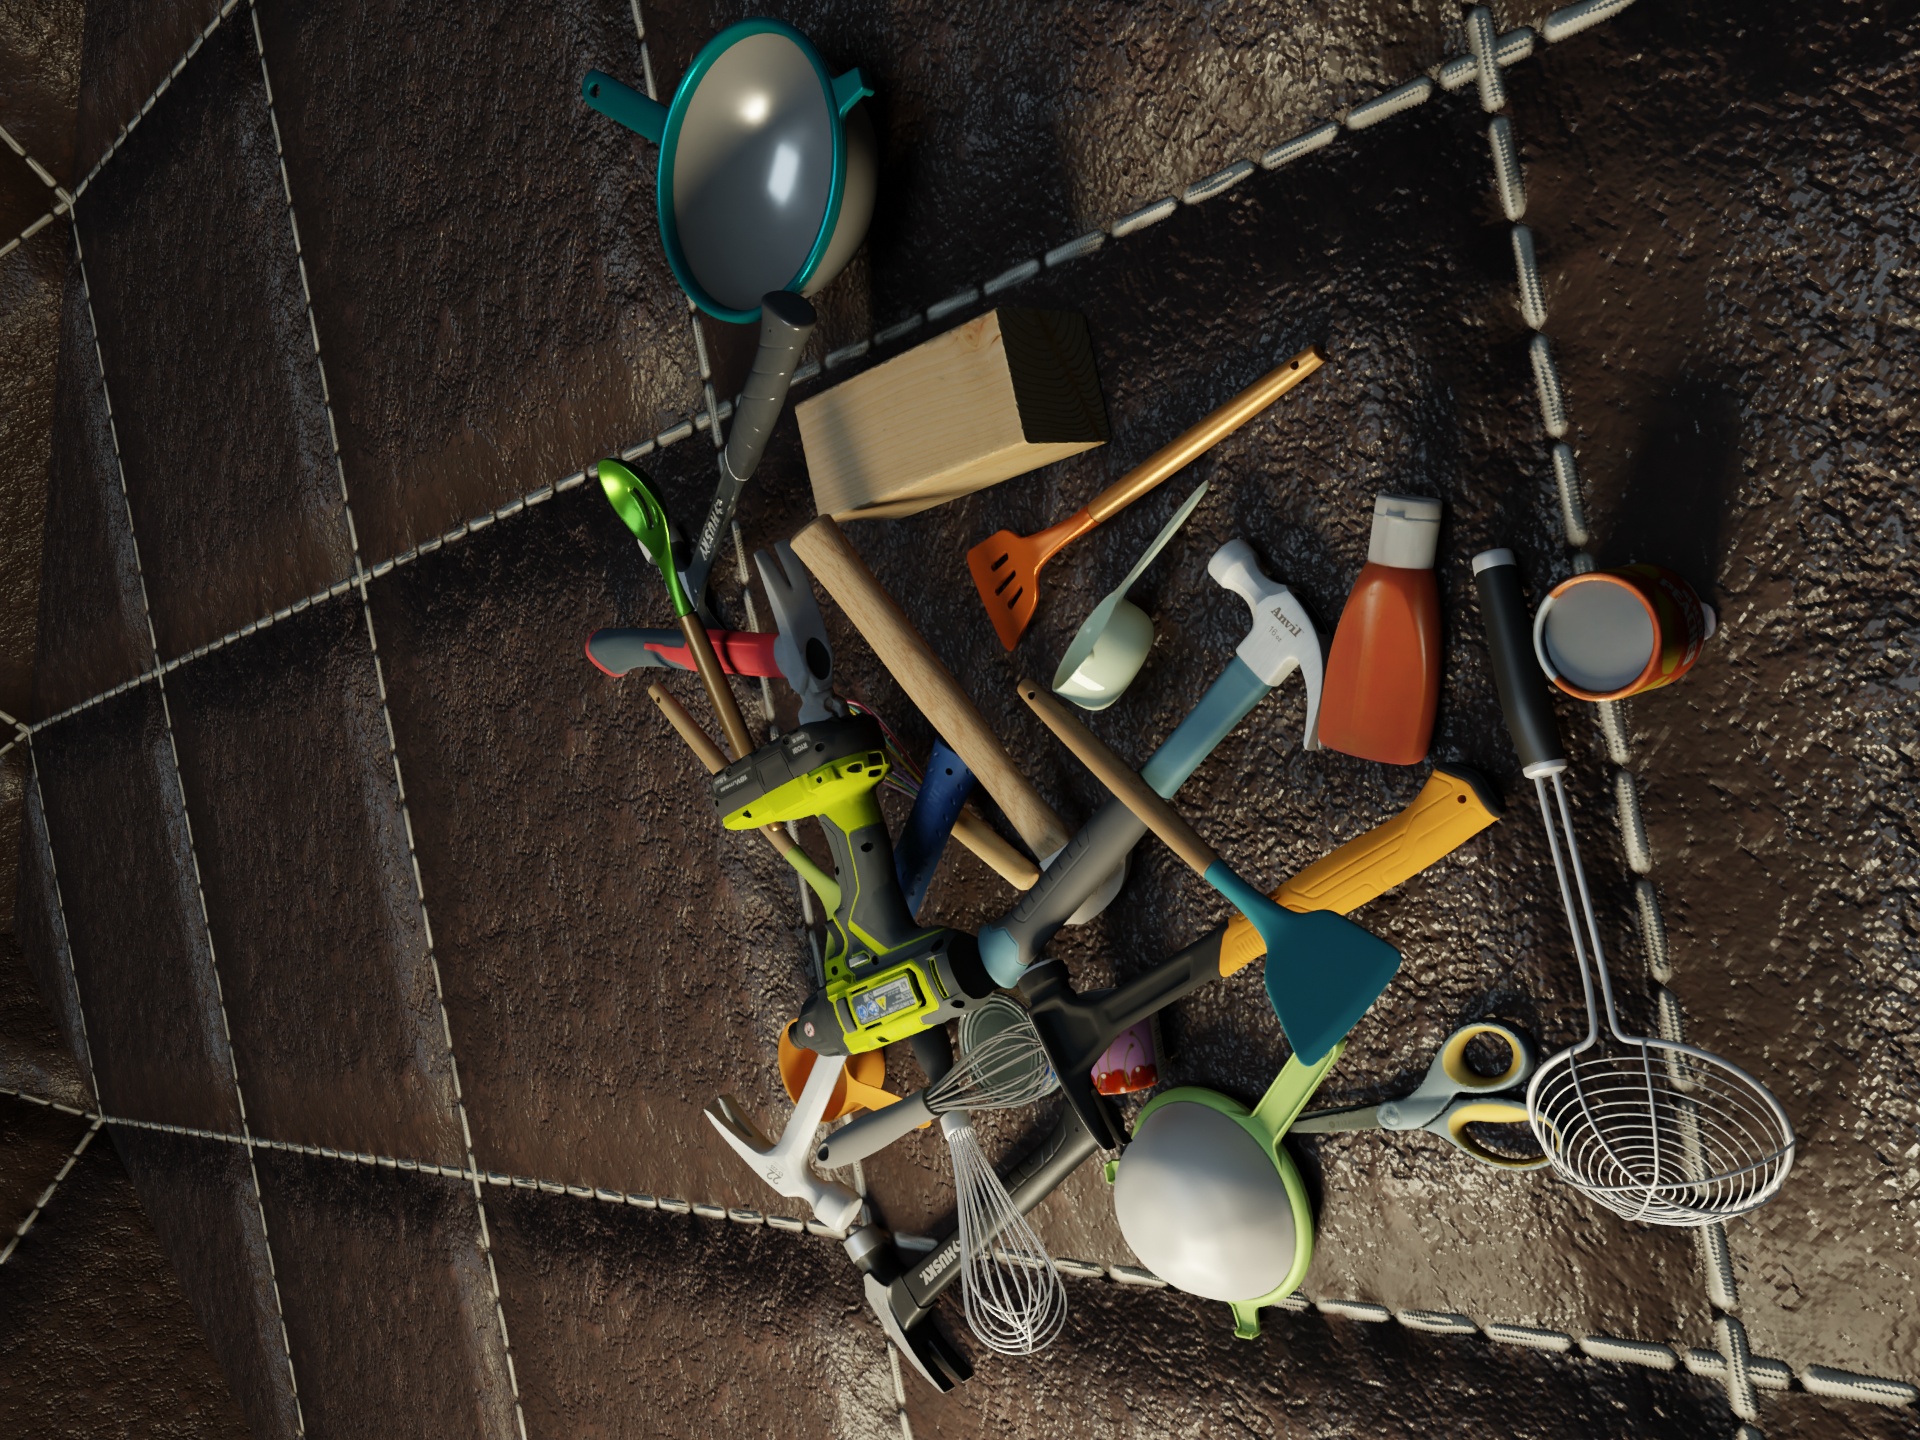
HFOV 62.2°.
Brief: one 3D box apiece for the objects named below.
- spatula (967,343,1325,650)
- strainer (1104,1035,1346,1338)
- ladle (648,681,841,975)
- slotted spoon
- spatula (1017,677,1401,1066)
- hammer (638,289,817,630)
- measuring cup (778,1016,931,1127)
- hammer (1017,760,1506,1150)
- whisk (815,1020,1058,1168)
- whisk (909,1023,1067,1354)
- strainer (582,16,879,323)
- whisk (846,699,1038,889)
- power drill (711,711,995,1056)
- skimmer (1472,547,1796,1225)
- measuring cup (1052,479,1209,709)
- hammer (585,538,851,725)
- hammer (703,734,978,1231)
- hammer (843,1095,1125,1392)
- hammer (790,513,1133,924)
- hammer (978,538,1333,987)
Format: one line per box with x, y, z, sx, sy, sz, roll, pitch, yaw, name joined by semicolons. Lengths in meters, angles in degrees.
0.110;-0.148;1.037;0.322;0.041;0.081;-33;75;39;spatula
0.167;0.283;1.010;0.152;0.069;0.256;46;133;29;strainer
-0.161;0.089;1.289;0.320;0.062;0.078;48;122;14;ladle
-0.201;-0.058;1.226;0.070;0.031;0.313;-8;107;57;slotted spoon
0.131;0.069;0.954;0.318;0.044;0.082;45;104;32;spatula
-0.173;-0.184;1.220;0.149;0.036;0.408;60;151;14;hammer
-0.072;0.287;1.278;0.174;0.052;0.095;13;106;41;measuring cup
0.182;0.134;0.957;0.337;0.034;0.127;-38;66;28;hammer
-0.020;0.278;1.147;0.239;0.055;0.055;-33;74;30;whisk
0.006;0.324;1.159;0.070;0.070;0.285;-58;38;34;whisk
-0.167;-0.430;1.210;0.341;0.095;0.211;39;120;36;strainer
-0.033;0.051;1.203;0.245;0.051;0.047;38;110;27;whisk
-0.087;0.122;1.128;0.171;0.080;0.223;-27;79;32;power drill
0.337;0.086;0.849;0.127;0.090;0.363;-20;73;40;skimmer
0.121;-0.077;1.024;0.038;0.083;0.167;34;106;-8;measuring cup
-0.221;-0.072;1.304;0.386;0.038;0.143;6;118;54;hammer
-0.077;0.192;1.200;0.144;0.035;0.405;30;111;18;hammer
0.025;0.386;1.212;0.146;0.035;0.334;55;130;23;hammer
-0.002;-0.003;1.088;0.130;0.031;0.331;-37;90;21;hammer
0.115;0.049;1.018;0.128;0.033;0.331;50;117;24;hammer
